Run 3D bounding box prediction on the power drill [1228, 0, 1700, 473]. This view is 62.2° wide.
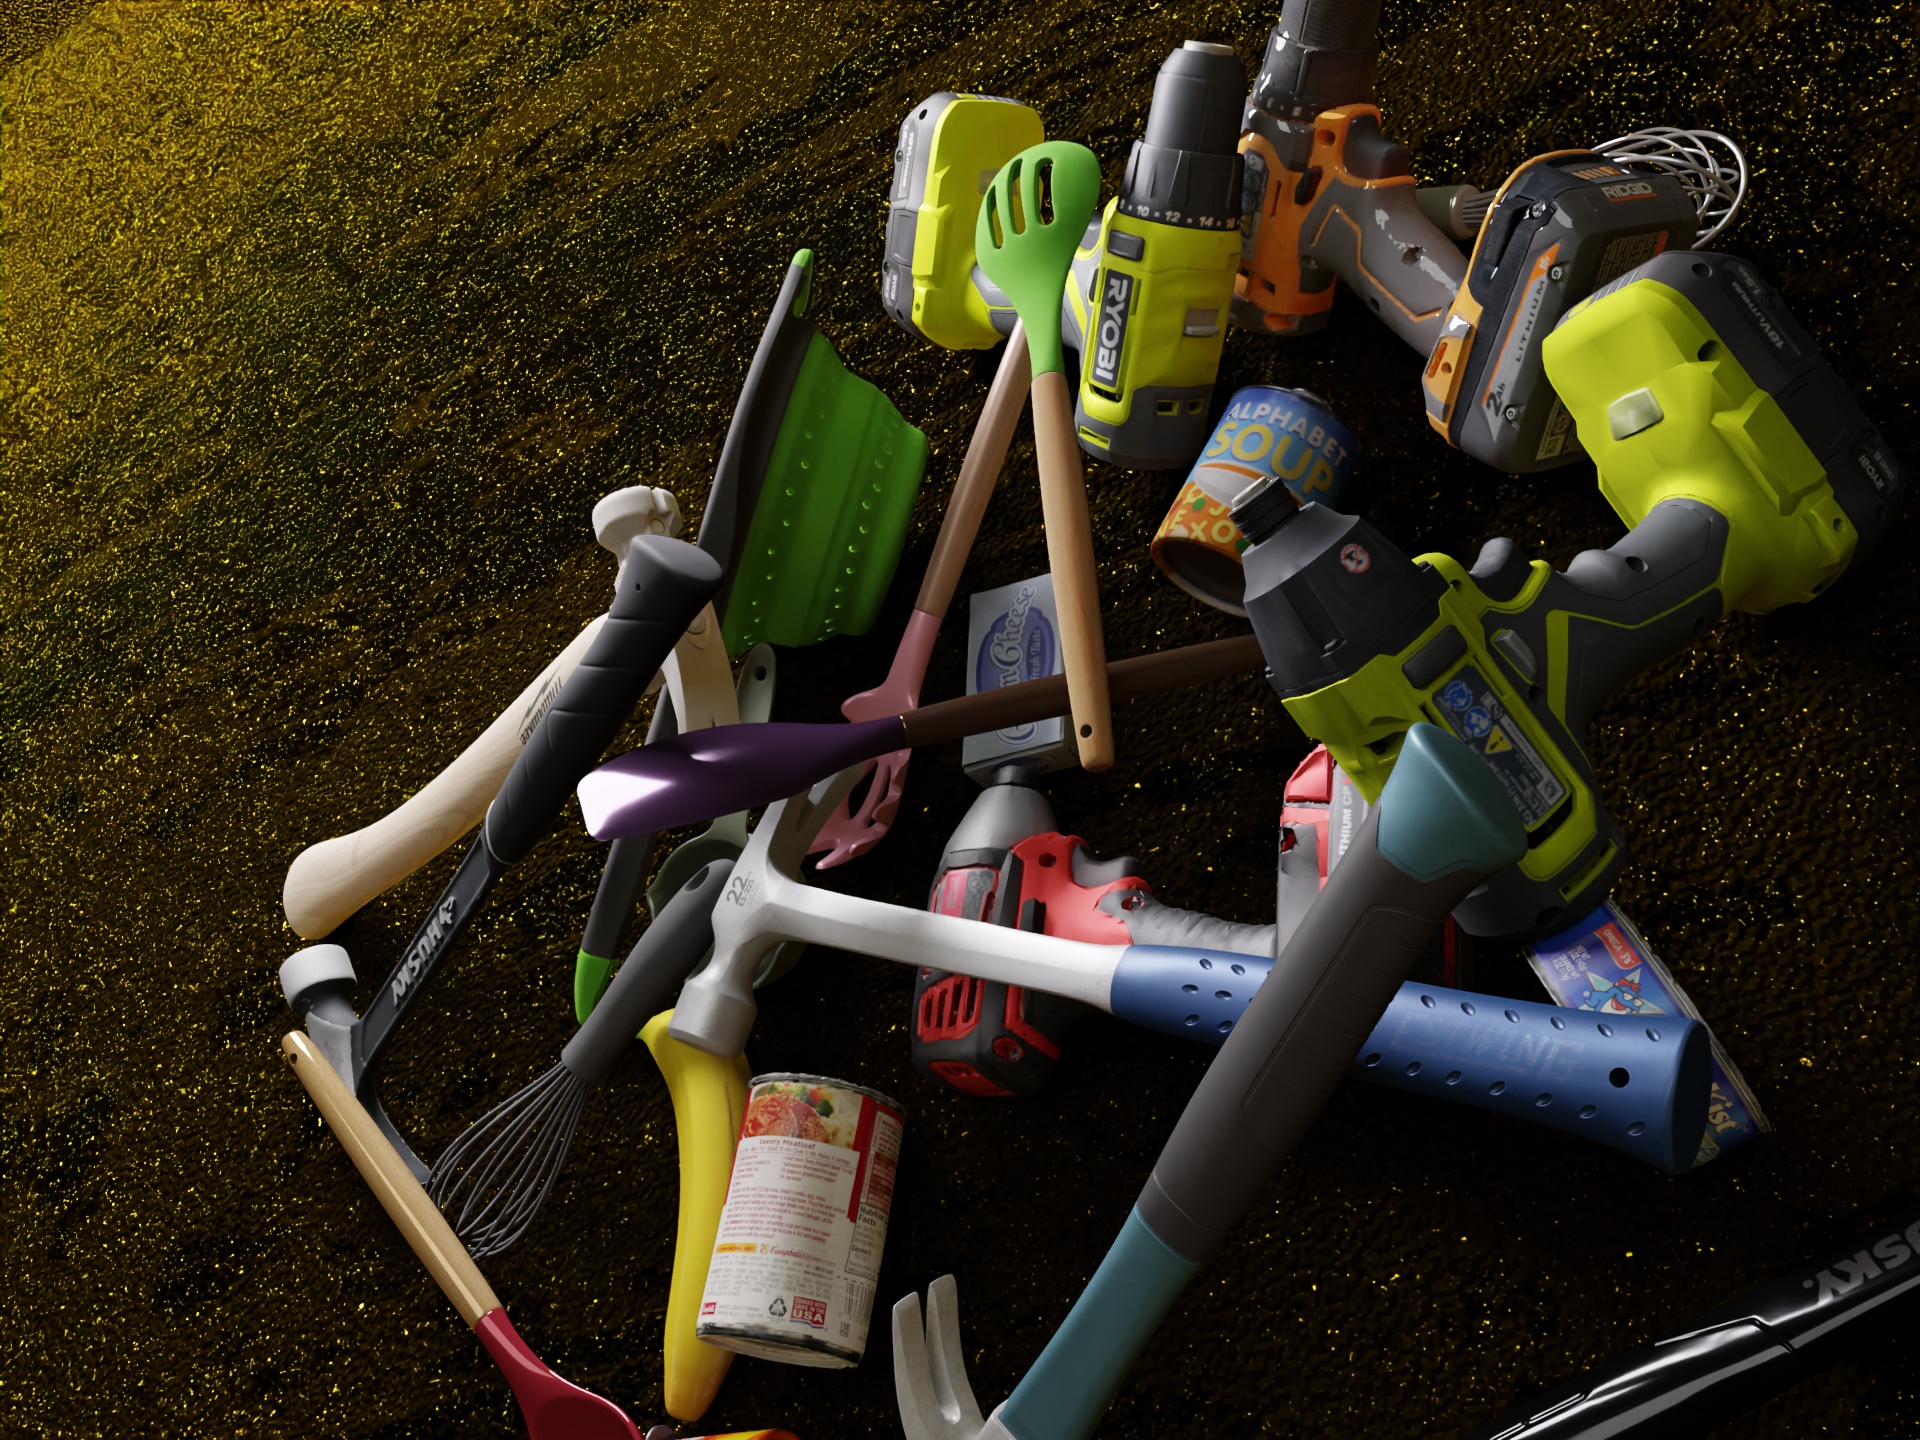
[{"bbox_3d":[0.201,-0.231,0.691,0.084,0.185,0.226,-16,42,-26],"label":"power drill"}]

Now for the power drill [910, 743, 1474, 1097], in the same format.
[{"bbox_3d":[0.083,0.073,0.633,0.220,0.078,0.143,-11,55,32],"label":"power drill"}]

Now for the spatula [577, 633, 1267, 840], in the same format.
[{"bbox_3d":[-0.001,-0.002,0.666,0.316,0.018,0.060,-13,38,-14],"label":"spatula"}]

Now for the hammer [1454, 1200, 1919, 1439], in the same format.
[{"bbox_3d":[0.225,0.188,0.458,0.334,0.035,0.146,-36,17,15],"label":"hammer"}]

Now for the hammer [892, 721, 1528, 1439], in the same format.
[{"bbox_3d":[0.074,0.148,0.493,0.128,0.033,0.331,39,116,28],"label":"hammer"}]

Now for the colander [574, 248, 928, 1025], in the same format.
[{"bbox_3d":[-0.098,-0.029,0.808,0.204,0.094,0.397,171,116,-82],"label":"colander"}]

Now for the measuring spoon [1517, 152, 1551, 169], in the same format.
[{"bbox_3d":[0.274,-0.210,0.739,0.034,0.018,0.124,-14,60,38],"label":"measuring spoon"}]

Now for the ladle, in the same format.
[{"bbox_3d":[-0.223,0.246,0.702,0.316,0.031,0.069,41,103,29],"label":"ladle"}]

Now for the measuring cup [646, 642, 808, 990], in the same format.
[{"bbox_3d":[-0.097,0.046,0.748,0.083,0.038,0.167,13,97,27],"label":"measuring cup"}]

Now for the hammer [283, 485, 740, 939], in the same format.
[{"bbox_3d":[-0.249,0.043,0.814,0.410,0.038,0.146,-31,69,40],"label":"hammer"}]

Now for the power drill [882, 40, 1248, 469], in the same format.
[{"bbox_3d":[0.055,-0.250,0.810,0.229,0.080,0.190,37,127,47],"label":"power drill"}]

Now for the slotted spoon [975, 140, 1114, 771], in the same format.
[{"bbox_3d":[0.043,-0.128,0.696,0.070,0.031,0.314,-19,66,33],"label":"slotted spoon"}]

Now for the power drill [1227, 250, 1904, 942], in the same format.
[{"bbox_3d":[0.207,-0.057,0.551,0.223,0.171,0.080,-39,4,-20],"label":"power drill"}]

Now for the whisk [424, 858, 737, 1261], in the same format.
[{"bbox_3d":[-0.173,0.158,0.737,0.239,0.055,0.055,-52,46,9],"label":"whisk"}]

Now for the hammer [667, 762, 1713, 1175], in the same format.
[{"bbox_3d":[0.052,0.086,0.572,0.406,0.035,0.144,4,67,42],"label":"hammer"}]

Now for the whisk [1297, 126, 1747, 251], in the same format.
[{"bbox_3d":[0.241,-0.235,0.736,0.246,0.057,0.059,16,88,52],"label":"whisk"}]

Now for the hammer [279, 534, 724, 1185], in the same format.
[{"bbox_3d":[-0.217,0.067,0.734,0.408,0.036,0.149,-49,59,32],"label":"hammer"}]

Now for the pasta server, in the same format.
[{"bbox_3d":[-0.010,-0.078,0.758,0.060,0.040,0.316,24,96,35],"label":"pasta server"}]
